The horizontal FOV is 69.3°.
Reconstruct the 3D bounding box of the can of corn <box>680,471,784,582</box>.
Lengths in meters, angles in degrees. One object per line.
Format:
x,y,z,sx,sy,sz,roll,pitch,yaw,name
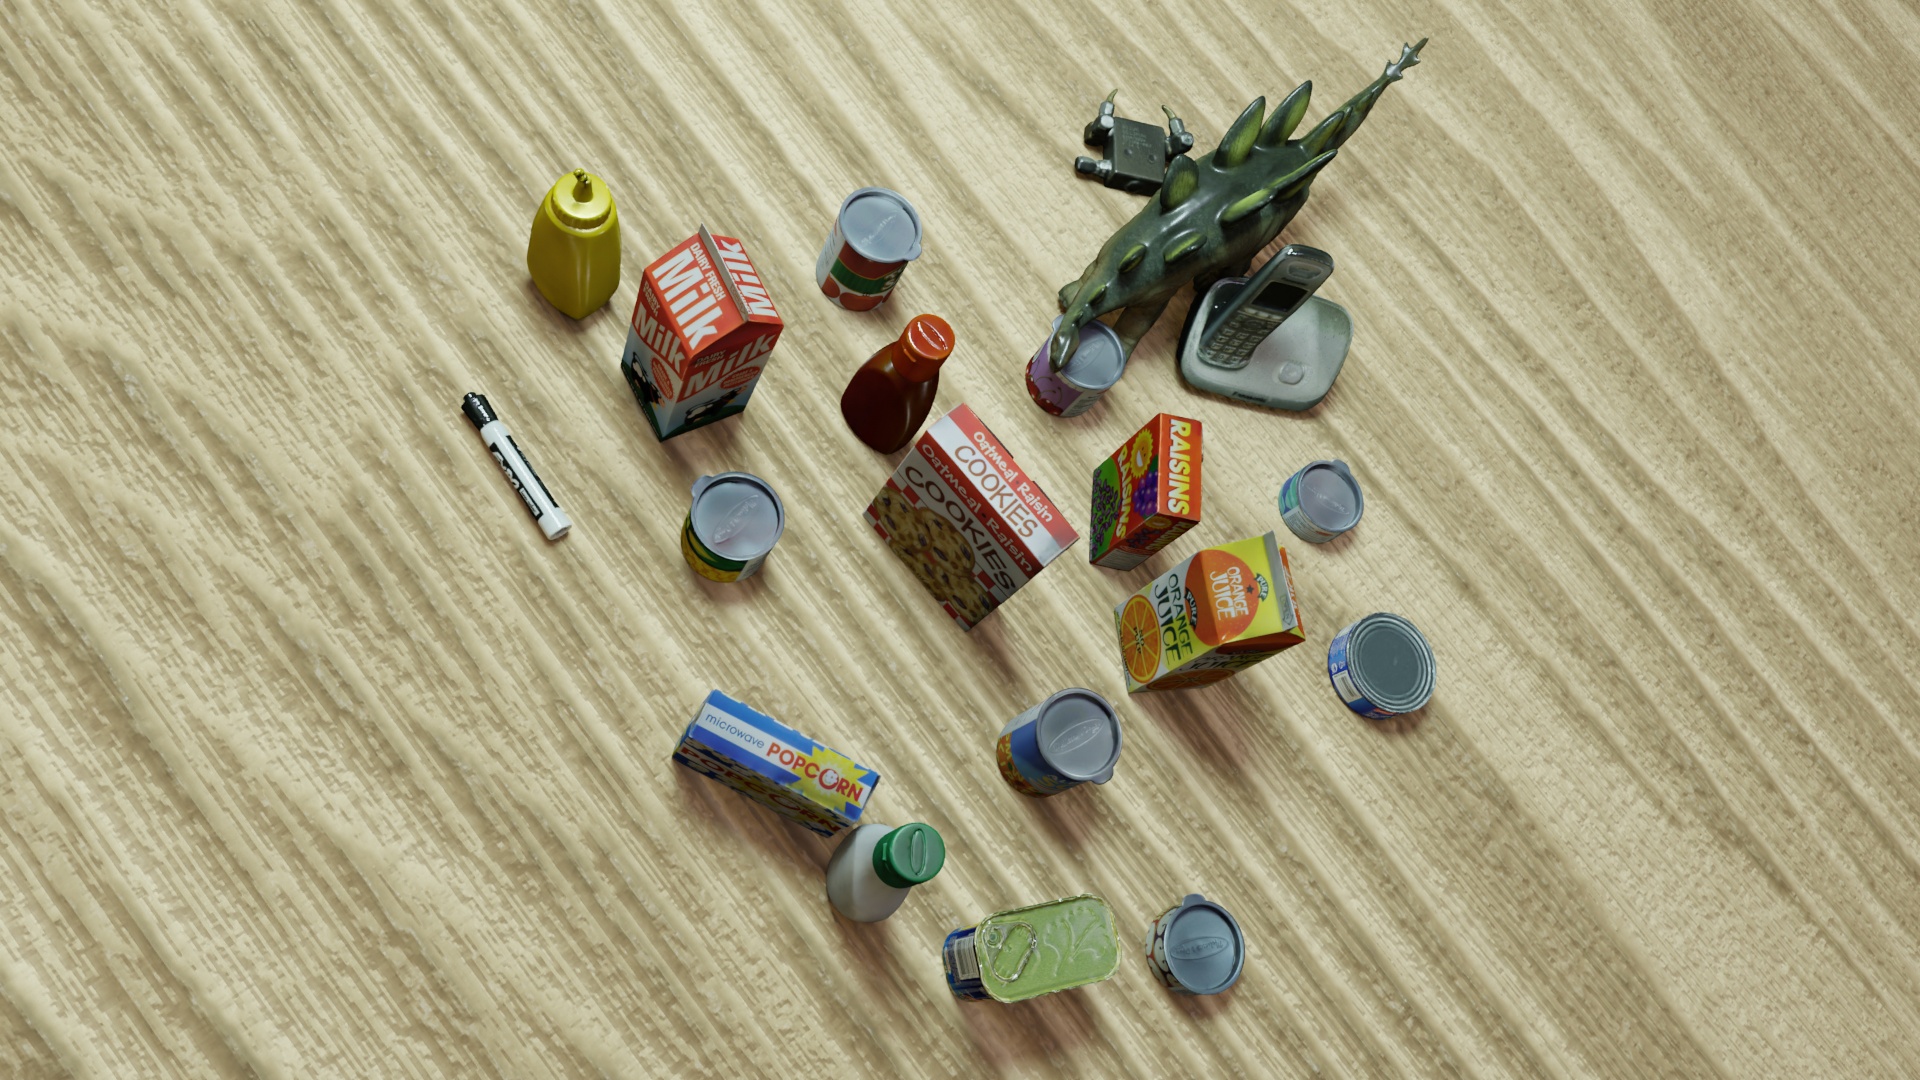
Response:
-0.167,-0.010,0.997,0.071,0.058,0.071,7,69,-18,can of corn

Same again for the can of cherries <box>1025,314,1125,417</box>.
0.092,-0.144,1.141,0.071,0.058,0.072,7,69,-18,can of cherries

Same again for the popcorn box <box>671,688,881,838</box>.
-0.126,0.152,0.935,0.127,0.085,0.038,29,64,-8,popcorn box

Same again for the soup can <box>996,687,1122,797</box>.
0.071,0.151,1.008,0.071,0.083,0.071,7,69,-18,soup can

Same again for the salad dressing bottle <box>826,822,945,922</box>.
-0.049,0.213,0.905,0.044,0.147,0.064,9,68,-17,salad dressing bottle

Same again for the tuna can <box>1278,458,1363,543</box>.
0.310,-0.035,1.193,0.071,0.032,0.071,7,68,-18,tuna can

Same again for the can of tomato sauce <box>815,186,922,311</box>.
-0.072,-0.228,1.099,0.071,0.082,0.071,7,69,-18,can of tomato sauce

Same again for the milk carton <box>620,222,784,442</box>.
-0.180,-0.145,0.968,0.074,0.189,0.072,-25,81,-26,milk carton

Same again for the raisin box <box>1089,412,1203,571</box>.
0.144,-0.035,1.082,0.040,0.123,0.086,12,67,-16,raisin box

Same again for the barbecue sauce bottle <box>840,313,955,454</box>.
-0.044,-0.118,1.031,0.044,0.148,0.065,-41,88,-27,barbecue sauce bottle

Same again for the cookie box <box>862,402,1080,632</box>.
0.004,-0.013,0.998,0.040,0.166,0.123,-40,87,-27,cookie box

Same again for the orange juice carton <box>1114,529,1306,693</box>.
0.189,0.056,1.025,0.073,0.192,0.072,-1,71,-20,orange juice carton

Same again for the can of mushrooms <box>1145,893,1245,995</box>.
0.171,0.296,1.018,0.071,0.033,0.071,7,68,-18,can of mushrooms

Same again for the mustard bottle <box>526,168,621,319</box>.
-0.269,-0.216,0.980,0.065,0.159,0.049,42,63,-1,mustard bottle
